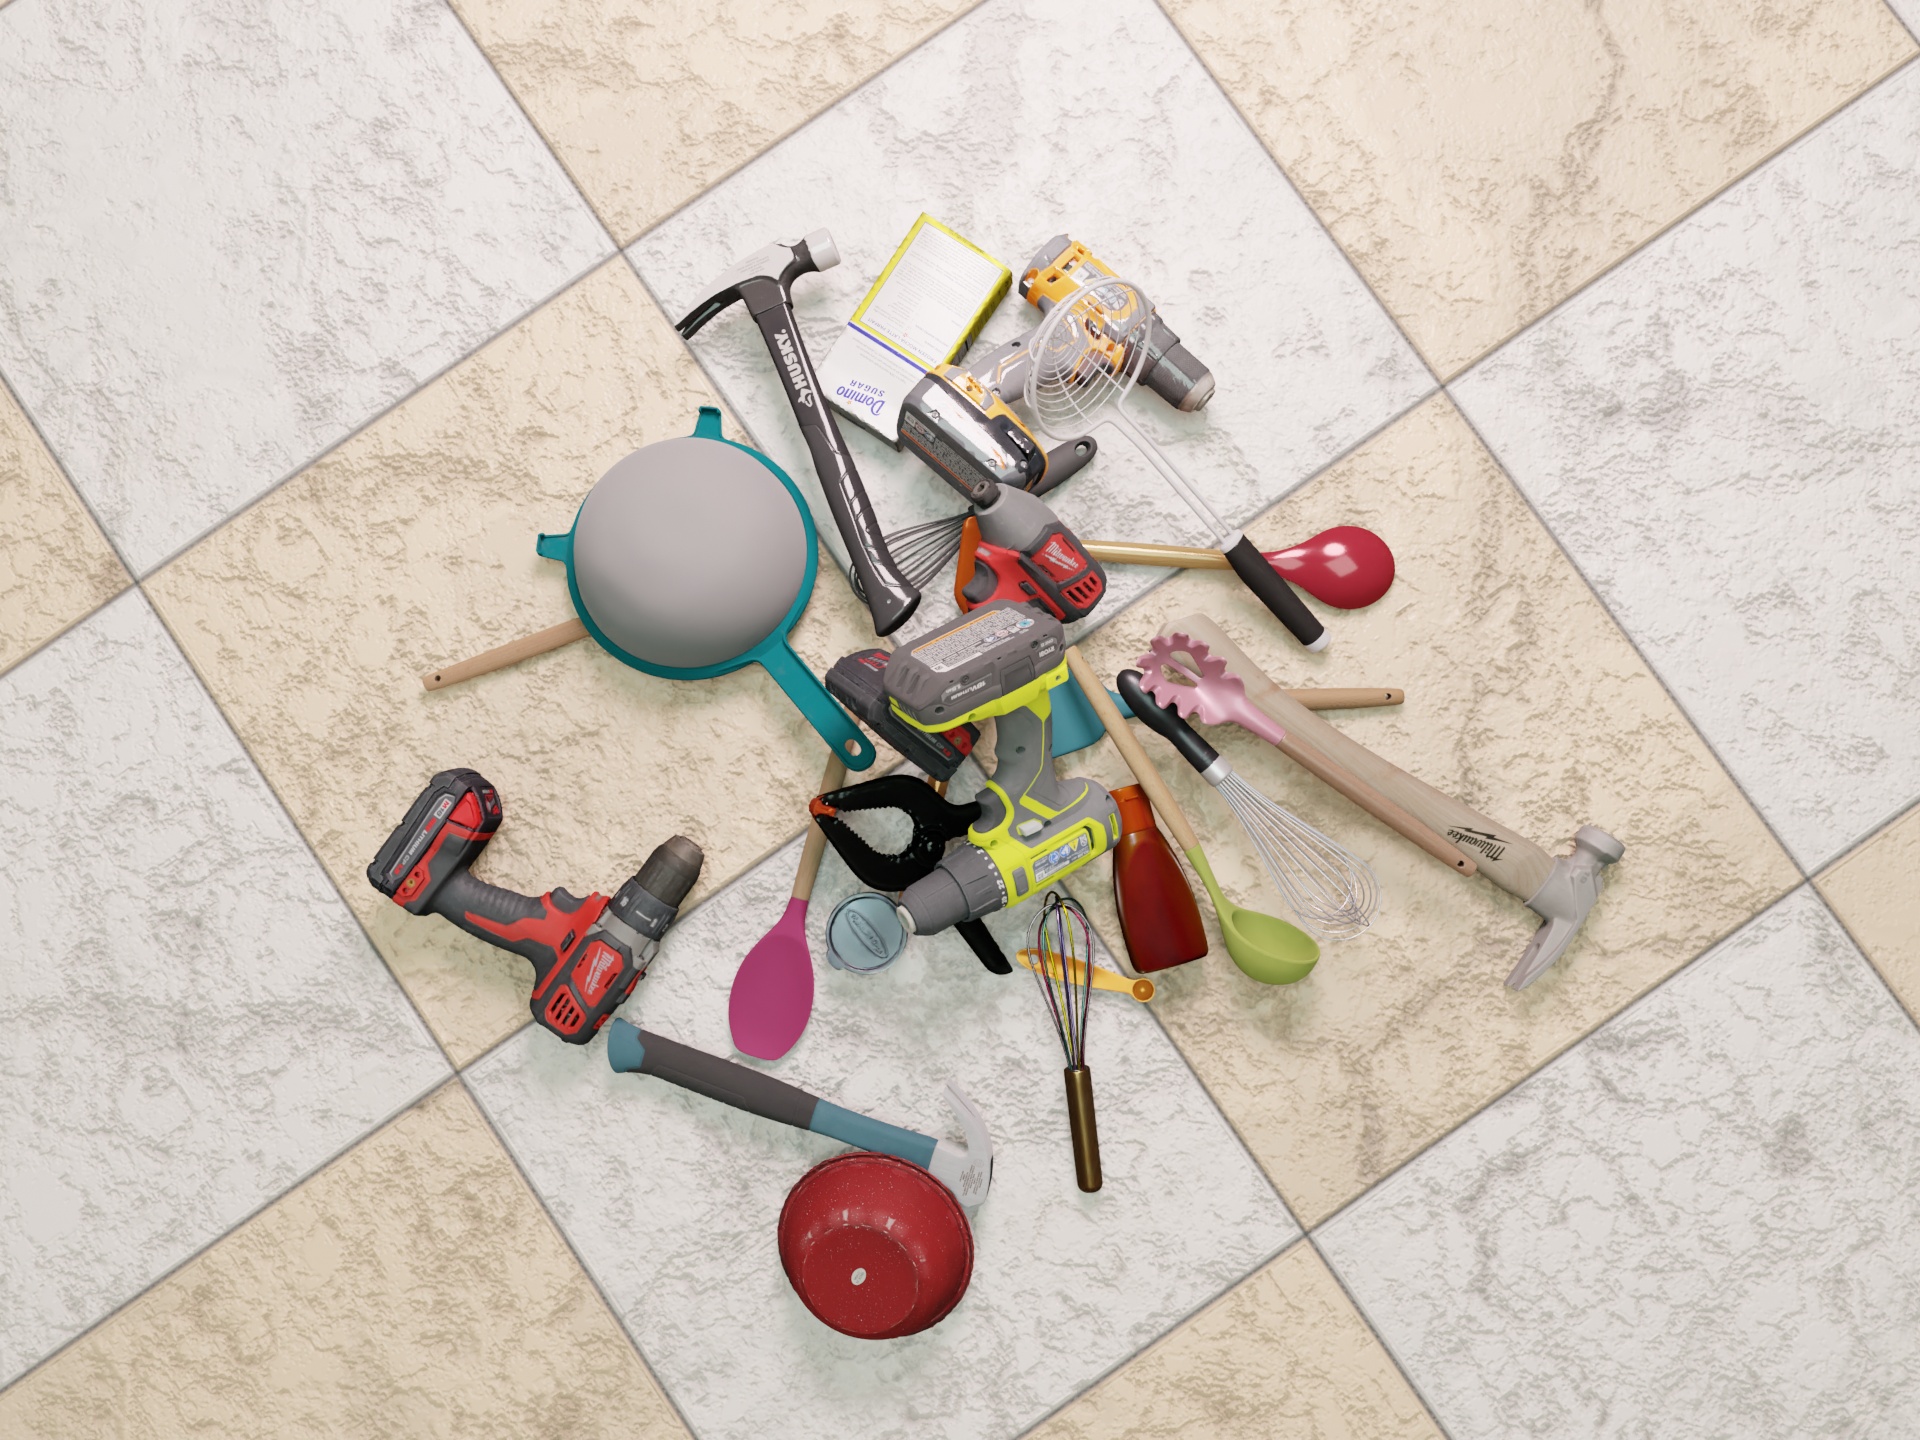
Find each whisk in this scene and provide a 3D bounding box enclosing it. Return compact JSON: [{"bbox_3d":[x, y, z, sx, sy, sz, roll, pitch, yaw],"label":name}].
[{"bbox_3d":[0.012,-0.170,1.317,0.239,0.055,0.055,-33,86,-5],"label":"whisk"},{"bbox_3d":[0.227,0.062,1.267,0.070,0.070,0.284,-44,90,-2],"label":"whisk"},{"bbox_3d":[0.091,0.257,1.281,0.047,0.051,0.245,-4,94,41],"label":"whisk"}]

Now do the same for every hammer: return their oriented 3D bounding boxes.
[{"bbox_3d":[-0.115,-0.224,1.283,0.146,0.035,0.335,-23,81,4],"label":"hammer"},{"bbox_3d":[-0.131,0.314,1.281,0.331,0.033,0.128,19,101,5],"label":"hammer"},{"bbox_3d":[0.324,0.052,1.275,0.410,0.038,0.146,33,89,-1],"label":"hammer"}]

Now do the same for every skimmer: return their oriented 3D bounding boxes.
[{"bbox_3d":[0.184,-0.181,1.227,0.363,0.090,0.127,45,81,-18],"label":"skimmer"}]

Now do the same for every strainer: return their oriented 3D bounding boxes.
[{"bbox_3d":[-0.184,-0.097,1.270,0.211,0.095,0.340,-40,78,-6],"label":"strainer"}]

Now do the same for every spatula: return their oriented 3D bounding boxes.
[{"bbox_3d":[-0.300,-0.087,1.331,0.316,0.018,0.060,-21,83,-1],"label":"spatula"},{"bbox_3d":[0.206,-0.012,1.298,0.317,0.044,0.082,-3,90,0],"label":"spatula"},{"bbox_3d":[-0.002,-0.004,1.304,0.081,0.041,0.322,16,88,-13],"label":"spatula"}]

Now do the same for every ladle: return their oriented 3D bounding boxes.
[{"bbox_3d":[0.180,0.073,1.265,0.062,0.078,0.320,-32,91,23],"label":"ladle"},{"bbox_3d":[0.203,-0.135,1.317,0.315,0.031,0.069,4,90,4],"label":"ladle"}]

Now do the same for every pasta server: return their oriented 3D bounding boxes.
[{"bbox_3d":[0.272,0.031,1.238,0.316,0.040,0.060,35,102,-2],"label":"pasta server"}]

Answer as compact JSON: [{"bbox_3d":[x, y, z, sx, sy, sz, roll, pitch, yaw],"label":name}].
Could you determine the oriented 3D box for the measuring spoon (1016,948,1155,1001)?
[{"bbox_3d":[0.102,0.207,1.303,0.117,0.011,0.021,15,91,6],"label":"measuring spoon"}]

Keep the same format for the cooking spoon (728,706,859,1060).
[{"bbox_3d":[-0.125,0.122,1.310,0.069,0.017,0.319,15,87,6],"label":"cooking spoon"}]

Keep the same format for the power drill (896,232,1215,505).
[{"bbox_3d":[0.082,-0.267,1.287,0.185,0.084,0.226,41,71,5],"label":"power drill"}]

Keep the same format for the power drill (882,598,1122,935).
[{"bbox_3d":[0.020,0.043,1.195,0.190,0.080,0.228,-27,123,-22],"label":"power drill"}]

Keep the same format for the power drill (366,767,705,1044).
[{"bbox_3d":[-0.337,0.128,1.289,0.226,0.080,0.188,36,88,1],"label":"power drill"}]

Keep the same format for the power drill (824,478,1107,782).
[{"bbox_3d":[0.005,-0.075,1.232,0.219,0.079,0.143,-50,128,-5],"label":"power drill"}]
